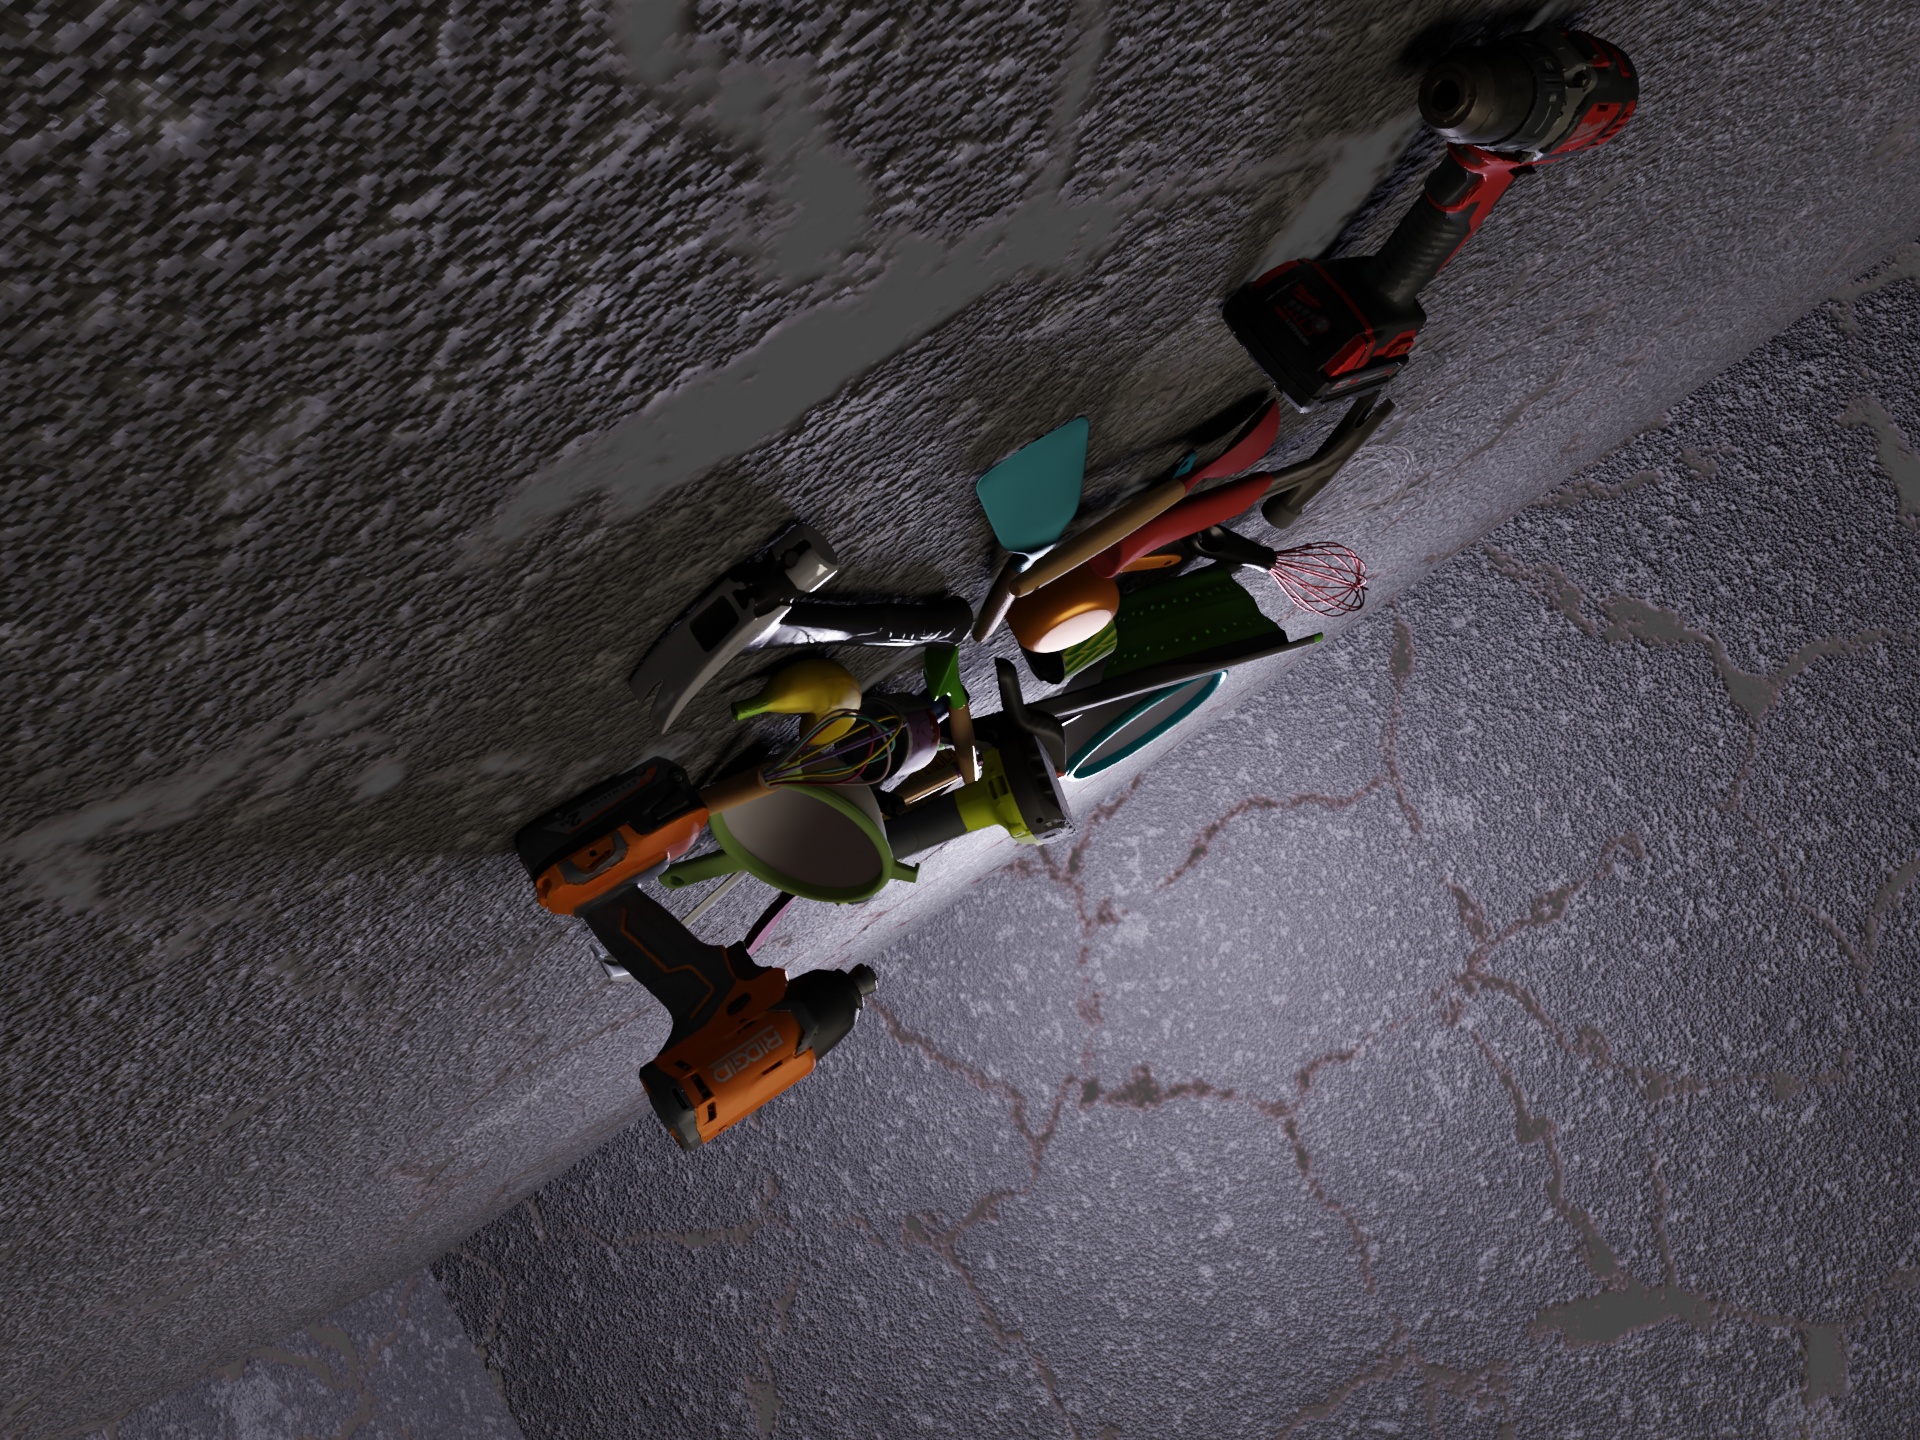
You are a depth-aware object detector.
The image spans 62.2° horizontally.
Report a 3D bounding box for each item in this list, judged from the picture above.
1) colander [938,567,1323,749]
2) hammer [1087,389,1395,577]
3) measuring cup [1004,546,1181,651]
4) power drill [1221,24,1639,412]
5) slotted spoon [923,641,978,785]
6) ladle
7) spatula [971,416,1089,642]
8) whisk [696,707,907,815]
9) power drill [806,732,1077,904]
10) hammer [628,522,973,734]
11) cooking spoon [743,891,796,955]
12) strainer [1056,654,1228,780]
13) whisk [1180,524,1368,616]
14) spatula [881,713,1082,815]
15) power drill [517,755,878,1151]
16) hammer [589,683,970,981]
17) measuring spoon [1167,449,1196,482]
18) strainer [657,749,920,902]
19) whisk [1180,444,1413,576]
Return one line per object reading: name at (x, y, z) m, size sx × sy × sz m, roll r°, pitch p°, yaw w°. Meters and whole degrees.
colander at (0.130, -0.063, 1.481) m, size 0.397 × 0.094 × 0.204 m, roll -16°, pitch 179°, yaw -1°
hammer at (0.213, -0.177, 1.237) m, size 0.359 × 0.037 × 0.149 m, roll -25°, pitch 159°, yaw -48°
measuring cup at (0.111, -0.096, 1.216) m, size 0.173 × 0.052 × 0.095 m, roll -11°, pitch 159°, yaw -31°
power drill at (0.244, -0.271, 0.854) m, size 0.188 × 0.080 × 0.226 m, roll -24°, pitch 163°, yaw -45°
slotted spoon at (-0.002, -0.004, 1.282) m, size 0.313 × 0.031 × 0.070 m, roll 80°, pitch 28°, yaw -67°
ladle at (0.132, -0.150, 1.077) m, size 0.315 × 0.031 × 0.069 m, roll -35°, pitch 173°, yaw -40°
spatula at (0.032, -0.109, 1.078) m, size 0.082 × 0.044 × 0.317 m, roll -33°, pitch 174°, yaw -14°
whisk at (-0.122, 0.036, 1.096) m, size 0.051 × 0.047 × 0.245 m, roll 22°, pitch 152°, yaw -35°
power drill at (-0.022, 0.098, 1.367) m, size 0.228 × 0.080 × 0.190 m, roll -21°, pitch 163°, yaw 6°
hammer at (-0.072, -0.055, 0.980) m, size 0.146 × 0.035 × 0.334 m, roll -38°, pitch 170°, yaw 19°
cooking spoon at (-0.142, 0.140, 1.423) m, size 0.068 × 0.017 × 0.319 m, roll -53°, pitch 180°, yaw 21°
strainer at (0.124, 0.002, 1.714) m, size 0.340 × 0.095 × 0.211 m, roll -30°, pitch 167°, yaw -9°
whisk at (0.293, -0.147, 1.473) m, size 0.295 × 0.073 × 0.073 m, roll 9°, pitch 140°, yaw -46°
spatula at (-0.029, 0.059, 1.486) m, size 0.316 × 0.018 × 0.060 m, roll -24°, pitch -178°, yaw -14°
power drill at (-0.168, 0.141, 1.037) m, size 0.164 × 0.226 × 0.084 m, roll -30°, pitch 169°, yaw -20°
hammer at (-0.154, 0.099, 1.367) m, size 0.405 × 0.035 × 0.144 m, roll -41°, pitch 163°, yaw 15°
measuring spoon at (0.144, -0.166, 1.215) m, size 0.042 × 0.021 × 0.128 m, roll -28°, pitch 160°, yaw -38°
strainer at (-0.151, 0.084, 1.261) m, size 0.256 × 0.151 × 0.069 m, roll -20°, pitch -144°, yaw 42°
whisk at (0.316, -0.183, 1.560) m, size 0.284 × 0.070 × 0.070 m, roll -31°, pitch 171°, yaw 12°
